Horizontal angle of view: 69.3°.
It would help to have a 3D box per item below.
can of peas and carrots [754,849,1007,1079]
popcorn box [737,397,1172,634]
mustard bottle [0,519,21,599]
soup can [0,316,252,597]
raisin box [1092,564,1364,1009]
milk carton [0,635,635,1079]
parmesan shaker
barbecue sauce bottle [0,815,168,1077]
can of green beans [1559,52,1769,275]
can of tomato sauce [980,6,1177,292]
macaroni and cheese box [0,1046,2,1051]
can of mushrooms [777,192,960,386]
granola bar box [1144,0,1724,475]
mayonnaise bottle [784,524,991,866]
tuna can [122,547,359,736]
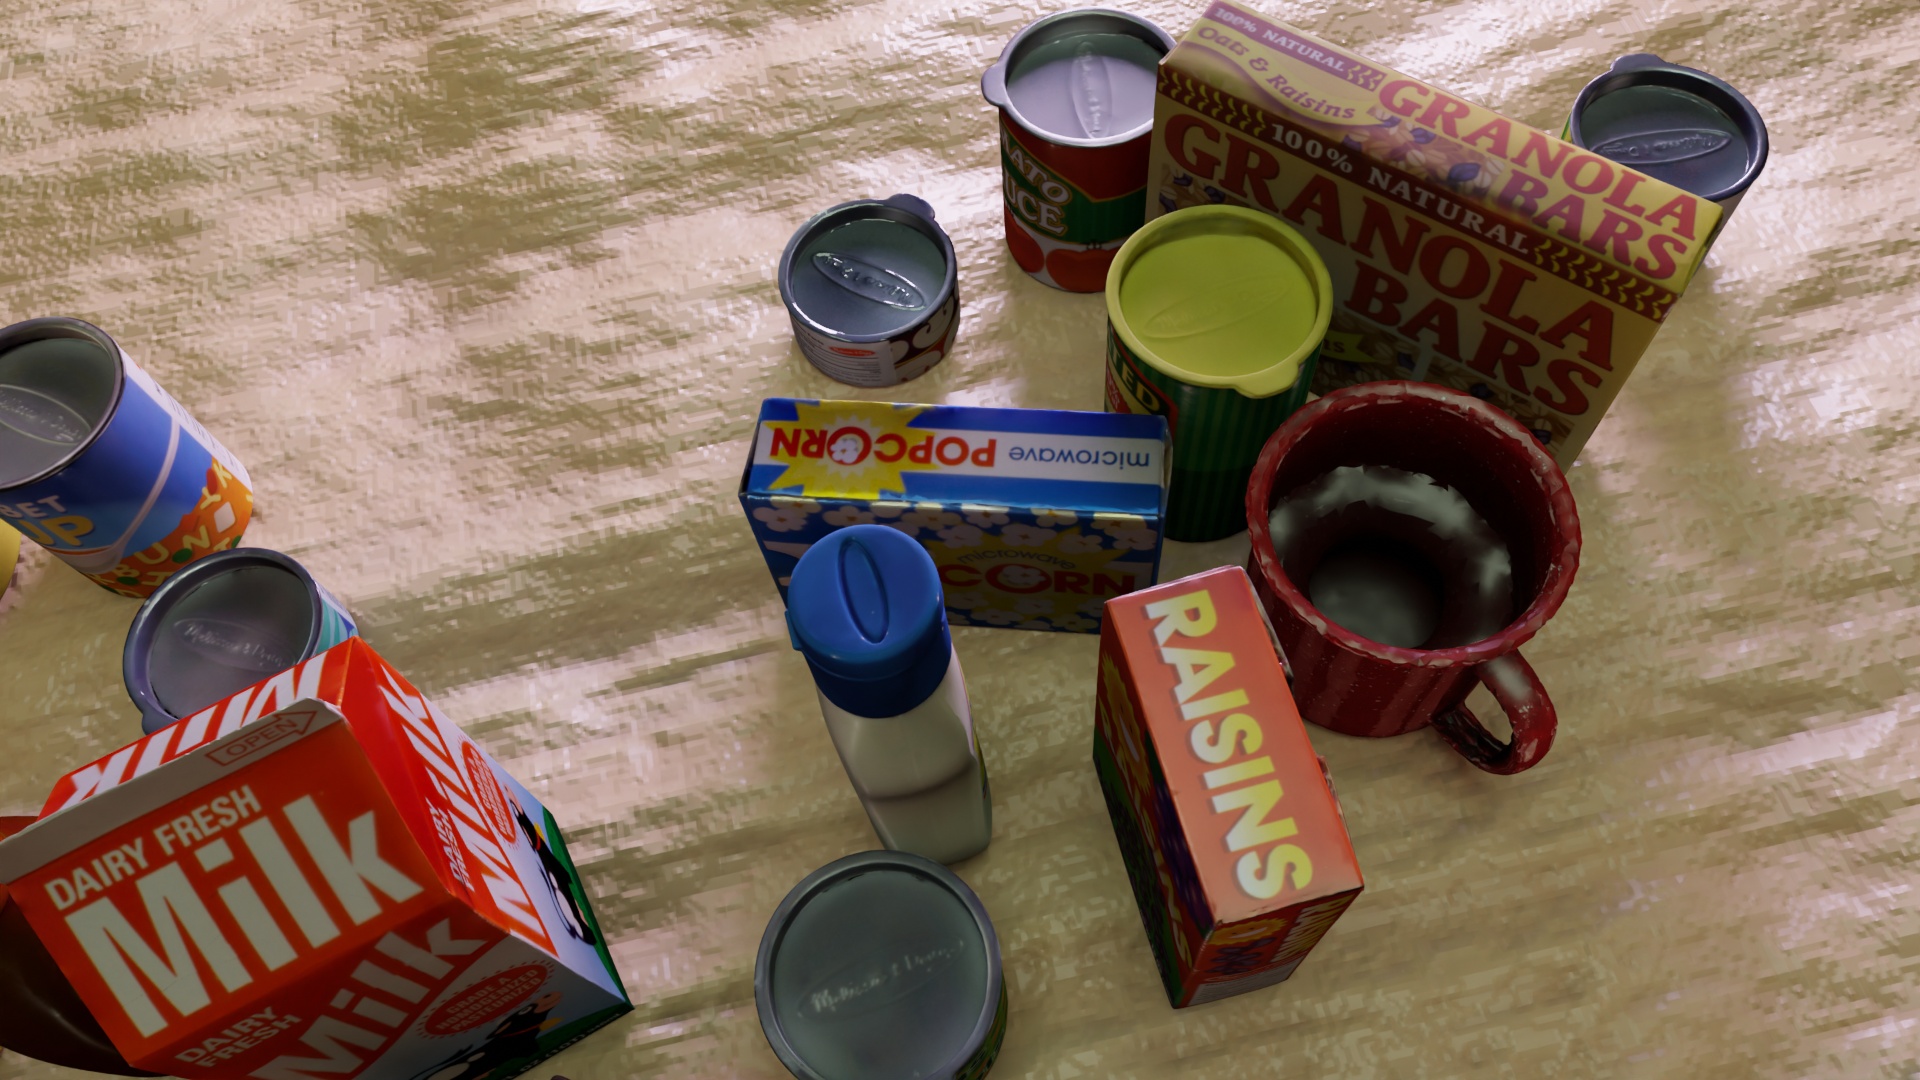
[{"bbox_3d":[-0.019,0.129,0.391,0.071,0.058,0.071,-2,62,3],"label":"can of peas and carrots"},{"bbox_3d":[0.002,-0.006,0.446,0.127,0.085,0.038,3,63,6],"label":"popcorn box"},{"bbox_3d":[-0.371,-0.026,0.441,0.049,0.159,0.065,-8,62,0],"label":"mustard bottle"},{"bbox_3d":[-0.298,-0.024,0.478,0.071,0.083,0.071,-2,63,3],"label":"soup can"},{"bbox_3d":[0.067,0.073,0.378,0.040,0.123,0.086,-14,63,-3],"label":"raisin box"},{"bbox_3d":[-0.151,0.088,0.348,0.072,0.189,0.073,-28,64,-10],"label":"milk carton"},{"bbox_3d":[0.080,-0.048,0.452,0.071,0.102,0.071,-2,63,3],"label":"parmesan shaker"},{"bbox_3d":[-0.247,0.103,0.371,0.044,0.148,0.065,-2,63,4],"label":"barbecue sauce bottle"},{"bbox_3d":[0.248,-0.129,0.508,0.071,0.057,0.071,-2,62,3],"label":"can of green beans"},{"bbox_3d":[0.046,-0.142,0.515,0.071,0.082,0.071,-2,63,3],"label":"can of tomato sauce"},{"bbox_3d":[-0.362,0.130,0.355,0.124,0.165,0.040,1,63,5],"label":"macaroni and cheese box"},{"bbox_3d":[-0.032,-0.095,0.524,0.071,0.033,0.071,-2,62,3],"label":"can of mushrooms"},{"bbox_3d":[0.142,-0.092,0.459,0.166,0.123,0.039,31,69,18],"label":"granola bar box"},{"bbox_3d":[-0.017,0.045,0.385,0.041,0.147,0.065,-16,63,-4],"label":"mayonnaise bottle"},{"bbox_3d":[-0.242,0.041,0.469,0.071,0.032,0.071,-2,62,3],"label":"tuna can"}]
